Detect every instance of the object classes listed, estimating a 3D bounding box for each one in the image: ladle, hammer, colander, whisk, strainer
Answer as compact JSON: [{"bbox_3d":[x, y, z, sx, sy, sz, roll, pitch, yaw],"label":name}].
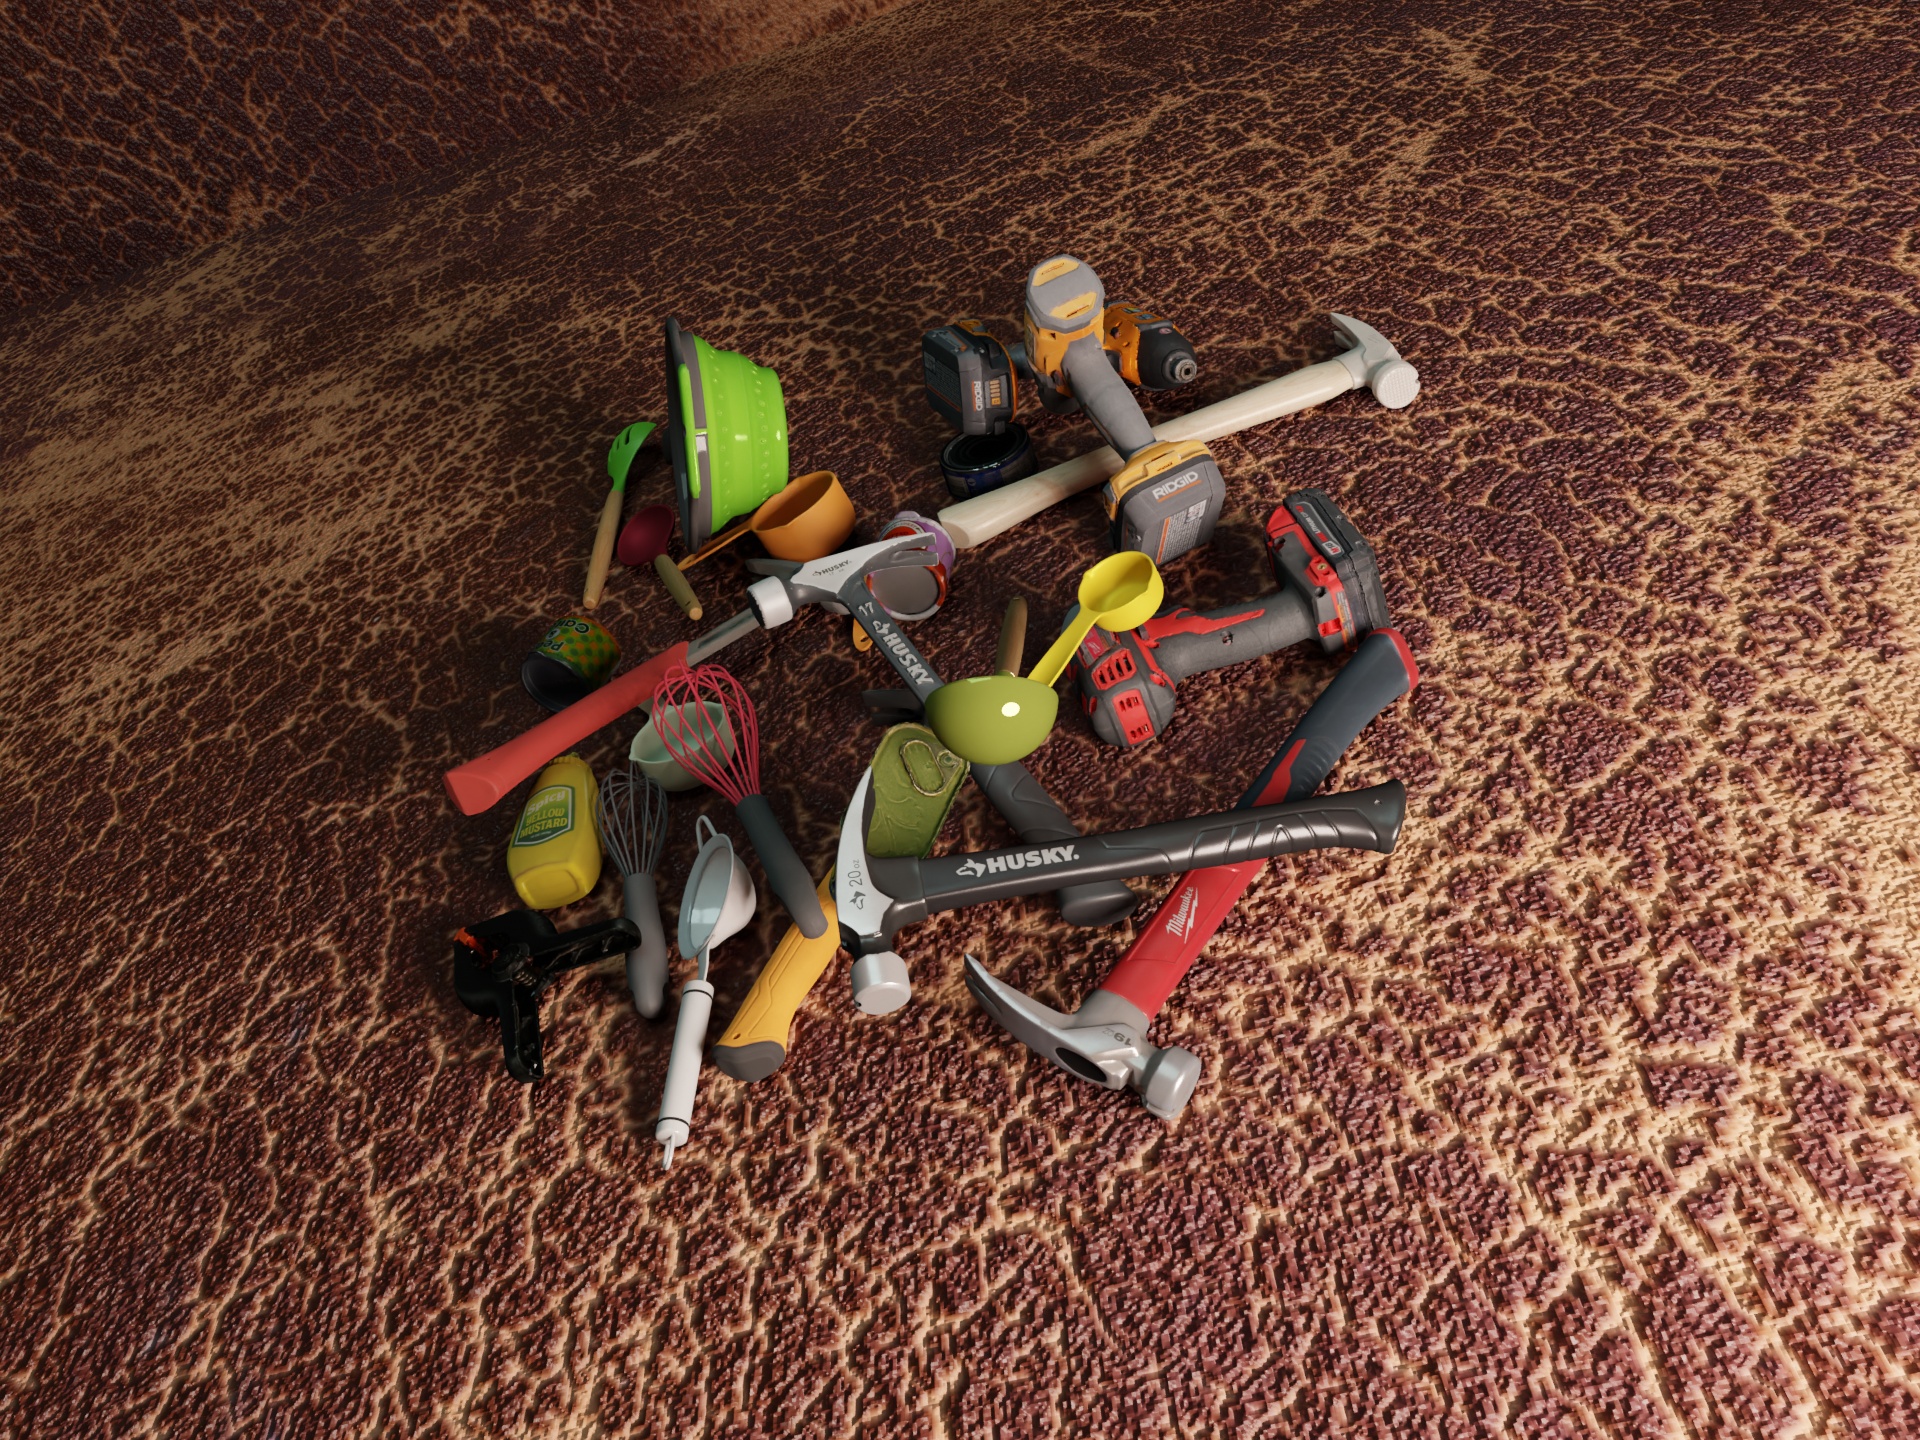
[{"bbox_3d":[0.029,-0.046,1.042,0.078,0.062,0.320,-5,19,7],"label":"ladle"},{"bbox_3d":[0.093,0.072,0.906,0.334,0.035,0.146,-9,51,-6],"label":"hammer"},{"bbox_3d":[0.162,0.061,0.965,0.143,0.038,0.386,26,53,24],"label":"hammer"},{"bbox_3d":[-0.222,-0.262,1.475,0.094,0.204,0.397,-6,9,-12],"label":"colander"},{"bbox_3d":[-0.251,-0.035,1.260,0.359,0.036,0.149,-35,31,-32],"label":"hammer"},{"bbox_3d":[-0.149,0.047,1.083,0.073,0.073,0.296,-27,43,-8],"label":"whisk"},{"bbox_3d":[-0.164,0.169,1.012,0.087,0.050,0.259,-49,26,39],"label":"strainer"},{"bbox_3d":[0.174,-0.245,1.369,0.410,0.038,0.146,-21,35,1],"label":"hammer"},{"bbox_3d":[-0.076,0.098,1.062,0.127,0.034,0.337,4,44,29],"label":"hammer"},{"bbox_3d":[-0.002,-0.003,1.095,0.149,0.036,0.409,-25,47,-16],"label":"hammer"},{"bbox_3d":[-0.223,0.113,1.106,0.055,0.055,0.239,-21,41,1],"label":"whisk"},{"bbox_3d":[-0.259,-0.136,1.405,0.069,0.031,0.316,-46,27,1],"label":"ladle"}]

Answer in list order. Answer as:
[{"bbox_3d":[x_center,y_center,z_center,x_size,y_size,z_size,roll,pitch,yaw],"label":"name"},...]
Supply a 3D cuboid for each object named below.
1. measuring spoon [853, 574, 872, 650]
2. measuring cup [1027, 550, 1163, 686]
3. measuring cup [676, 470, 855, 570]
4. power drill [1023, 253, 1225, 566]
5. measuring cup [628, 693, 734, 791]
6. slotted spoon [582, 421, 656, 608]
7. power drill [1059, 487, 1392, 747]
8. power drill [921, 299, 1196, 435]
[{"bbox_3d":[-0.076,-0.094,1.327,0.021,0.011,0.117,-12,41,13],"label":"measuring spoon"},{"bbox_3d":[0.083,-0.049,1.081,0.062,0.029,0.156,22,69,47],"label":"measuring cup"},{"bbox_3d":[-0.172,-0.158,1.424,0.173,0.052,0.095,-26,30,17],"label":"measuring cup"},{"bbox_3d":[0.117,-0.231,1.256,0.084,0.185,0.226,-26,75,-5],"label":"power drill"},{"bbox_3d":[-0.230,0.007,1.254,0.083,0.038,0.168,-31,31,-15],"label":"measuring cup"},{"bbox_3d":[-0.346,-0.211,1.585,0.070,0.031,0.314,-38,32,27],"label":"slotted spoon"},{"bbox_3d":[0.176,-0.073,1.122,0.219,0.078,0.143,-24,37,2],"label":"power drill"},{"bbox_3d":[0.095,-0.320,1.431,0.226,0.084,0.164,-14,29,-15],"label":"power drill"}]
